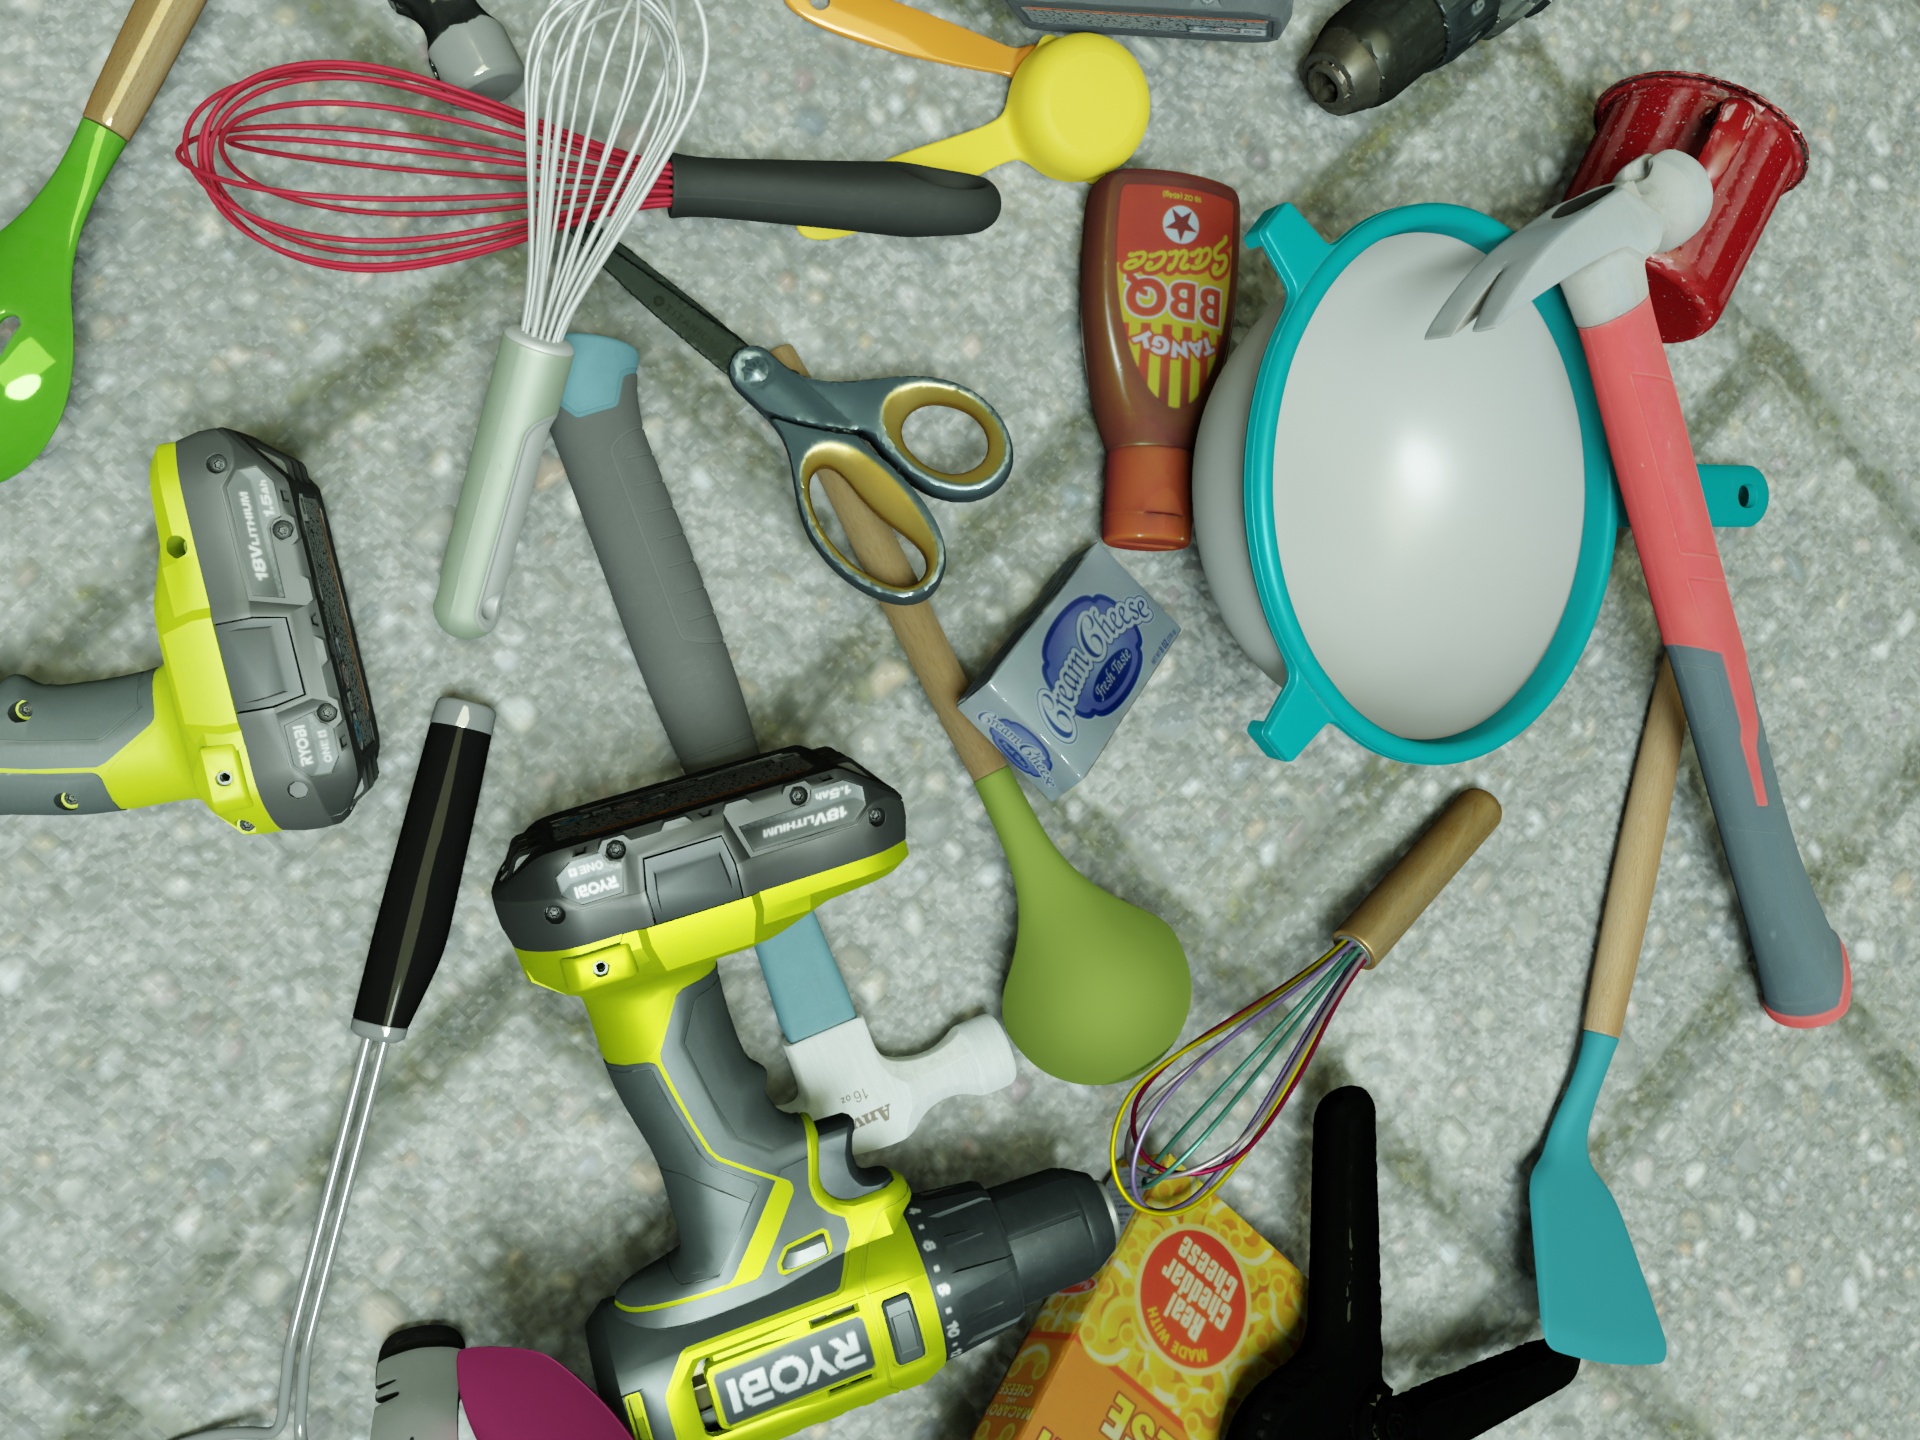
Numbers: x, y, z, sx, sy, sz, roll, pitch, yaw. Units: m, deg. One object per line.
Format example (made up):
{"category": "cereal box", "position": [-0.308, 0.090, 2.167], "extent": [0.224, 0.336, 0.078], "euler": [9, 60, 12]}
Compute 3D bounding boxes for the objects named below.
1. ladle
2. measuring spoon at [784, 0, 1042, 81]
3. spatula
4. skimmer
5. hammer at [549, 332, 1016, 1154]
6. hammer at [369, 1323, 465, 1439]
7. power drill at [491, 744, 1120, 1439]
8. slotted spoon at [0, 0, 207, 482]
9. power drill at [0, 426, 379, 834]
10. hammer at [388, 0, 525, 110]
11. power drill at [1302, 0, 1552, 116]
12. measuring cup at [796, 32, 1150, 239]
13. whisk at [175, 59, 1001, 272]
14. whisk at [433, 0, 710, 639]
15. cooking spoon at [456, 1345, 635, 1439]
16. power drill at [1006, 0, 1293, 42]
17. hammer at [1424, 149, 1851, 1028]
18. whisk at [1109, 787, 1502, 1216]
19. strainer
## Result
{"category": "ladle", "position": [-0.001, -0.002, 0.632], "extent": [0.078, 0.062, 0.320], "euler": [-27, 88, -5]}
{"category": "measuring spoon", "position": [-0.015, -0.281, 0.647], "extent": [0.117, 0.011, 0.021], "euler": [11, 85, -15]}
{"category": "spatula", "position": [0.298, 0.115, 0.702], "extent": [0.082, 0.044, 0.317], "euler": [18, 82, -29]}
{"category": "skimmer", "position": [-0.233, 0.161, 0.532], "extent": [0.090, 0.127, 0.363], "euler": [27, 73, -56]}
{"category": "hammer", "position": [-0.091, 0.010, 0.606], "extent": [0.128, 0.033, 0.331], "euler": [-21, 93, -16]}
{"category": "hammer", "position": [-0.174, 0.391, 0.536], "extent": [0.034, 0.127, 0.337], "euler": [-3, 95, -16]}
{"category": "power drill", "position": [-0.052, 0.130, 0.555], "extent": [0.190, 0.080, 0.228], "euler": [-16, 100, -14]}
{"category": "slotted spoon", "position": [-0.284, -0.226, 0.545], "extent": [0.070, 0.031, 0.314], "euler": [25, 86, 9]}
{"category": "power drill", "position": [-0.320, -0.019, 0.517], "extent": [0.223, 0.080, 0.171], "euler": [-12, 99, -13]}
{"category": "hammer", "position": [-0.078, -0.365, 0.621], "extent": [0.335, 0.035, 0.146], "euler": [-27, 96, -14]}
{"category": "power drill", "position": [0.172, -0.386, 0.671], "extent": [0.188, 0.080, 0.226], "euler": [-41, 101, -12]}
{"category": "measuring cup", "position": [0.007, -0.228, 0.638], "extent": [0.156, 0.029, 0.062], "euler": [-27, 110, -11]}
{"category": "whisk", "position": [-0.126, -0.197, 0.585], "extent": [0.295, 0.073, 0.073], "euler": [-2, 89, -17]}
{"category": "whisk", "position": [-0.142, -0.138, 0.548], "extent": [0.059, 0.058, 0.246], "euler": [24, 110, 5]}
{"category": "cooking spoon", "position": [-0.085, 0.325, 0.553], "extent": [0.069, 0.017, 0.318], "euler": [-10, 117, 27]}
{"category": "power drill", "position": [0.064, -0.382, 0.592], "extent": [0.164, 0.084, 0.226], "euler": [7, 105, 9]}
{"category": "hammer", "position": [0.299, -0.023, 0.656], "extent": [0.143, 0.038, 0.386], "euler": [-35, 112, -27]}
{"category": "whisk", "position": [0.145, 0.105, 0.645], "extent": [0.047, 0.051, 0.245], "euler": [40, 63, 19]}
{"category": "strainer", "position": [0.214, -0.095, 0.673], "extent": [0.340, 0.095, 0.211], "euler": [-5, 96, -36]}
